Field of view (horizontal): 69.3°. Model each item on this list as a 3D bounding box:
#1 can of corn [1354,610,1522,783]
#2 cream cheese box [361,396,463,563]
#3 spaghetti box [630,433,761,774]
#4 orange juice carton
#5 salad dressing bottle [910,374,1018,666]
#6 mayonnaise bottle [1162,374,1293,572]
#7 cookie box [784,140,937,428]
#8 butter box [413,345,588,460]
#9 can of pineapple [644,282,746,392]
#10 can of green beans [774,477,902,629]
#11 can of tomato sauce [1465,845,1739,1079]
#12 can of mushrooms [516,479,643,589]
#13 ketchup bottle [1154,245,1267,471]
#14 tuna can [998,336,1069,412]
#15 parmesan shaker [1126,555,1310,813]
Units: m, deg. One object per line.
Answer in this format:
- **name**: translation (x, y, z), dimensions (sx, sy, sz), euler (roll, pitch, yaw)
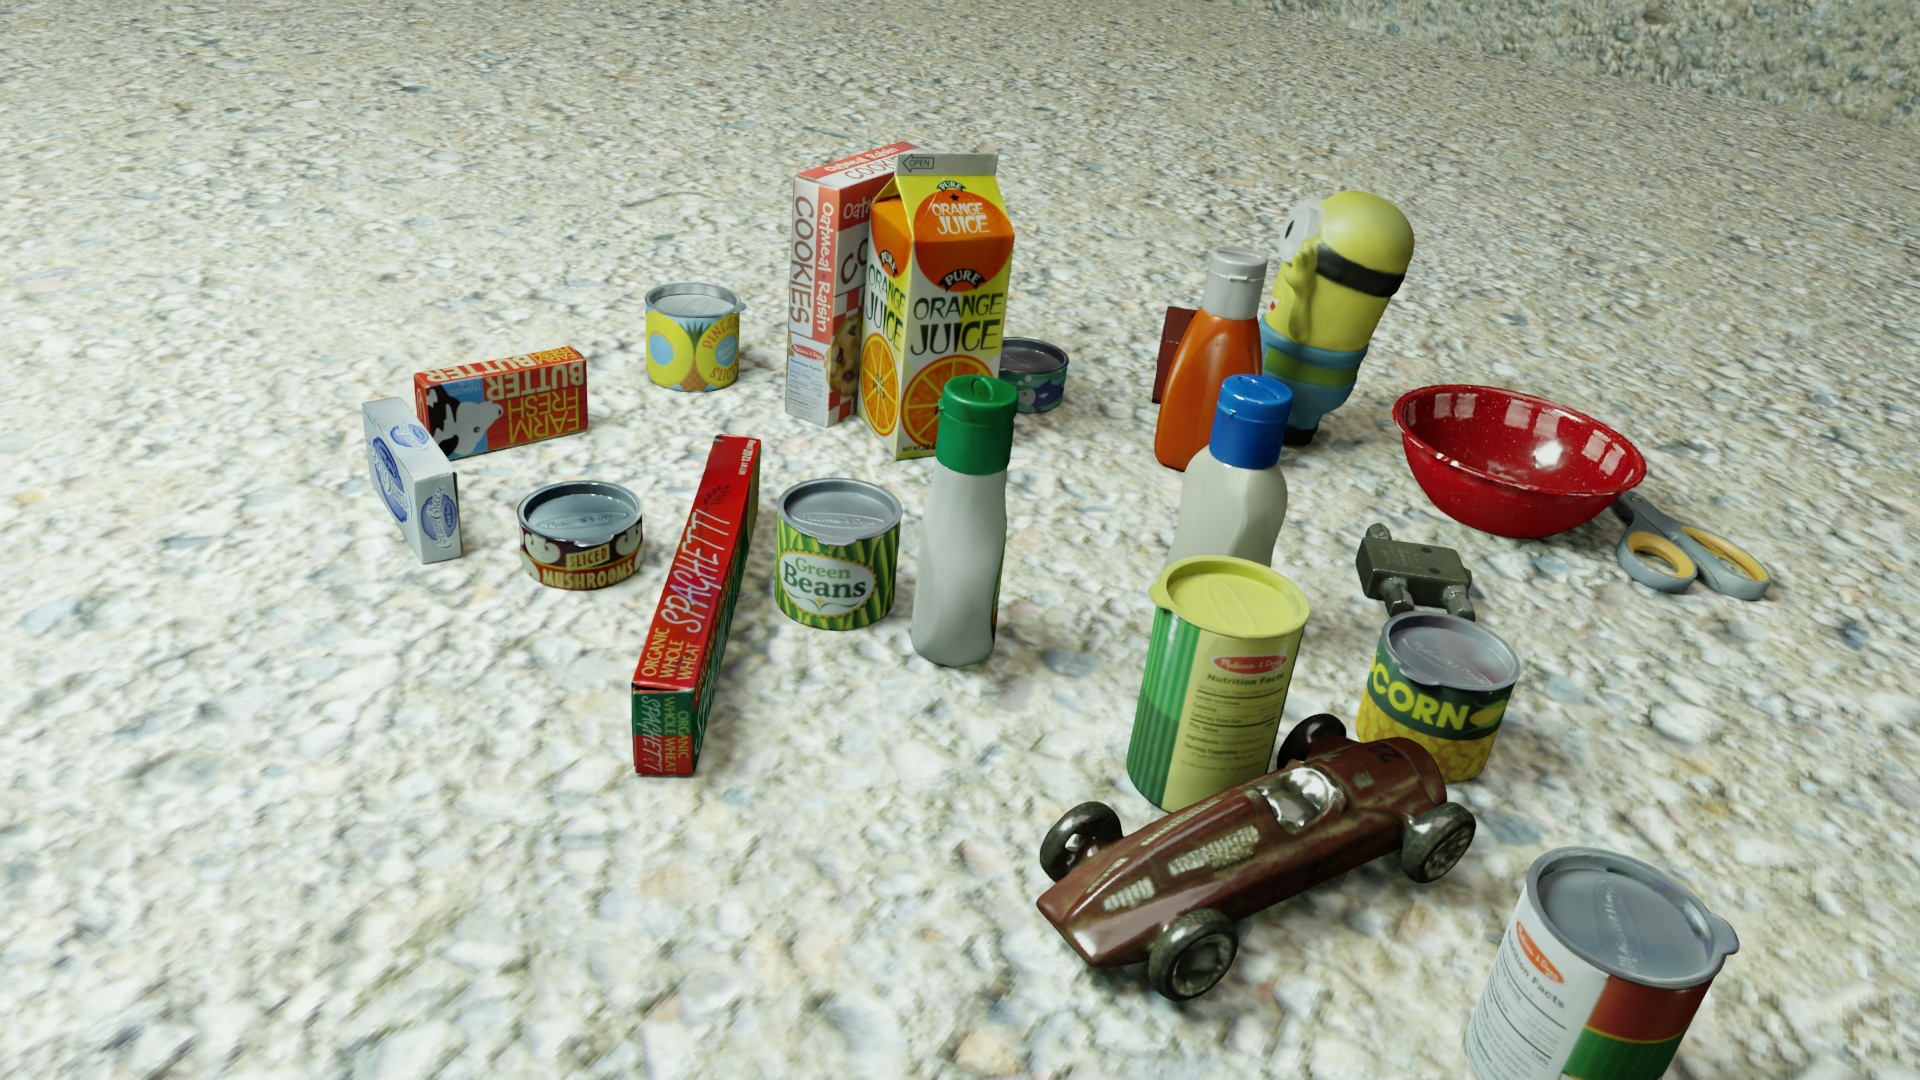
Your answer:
- **can of corn**: translation (0.231, 0.077, 0.681), dimensions (0.071, 0.058, 0.071), euler (5, 30, -3)
- **cream cheese box**: translation (-0.305, -0.035, 0.772), dimensions (0.024, 0.053, 0.104), euler (-15, 36, -32)
- **spaghetti box**: translation (-0.131, 0.022, 0.712), dimensions (0.029, 0.050, 0.251), euler (5, 30, -3)
- **orange juice carton**: translation (-0.016, -0.156, 0.899), dimensions (0.072, 0.191, 0.073), euler (-8, 33, -24)
- **salad dressing bottle**: translation (0.002, -0.009, 0.695), dimensions (0.044, 0.146, 0.064), euler (3, 30, -7)
- **mayonnaise bottle**: translation (0.142, -0.013, 0.729), dimensions (0.041, 0.147, 0.065), euler (-11, 34, -28)
- **cookie box**: translation (-0.067, -0.177, 0.950), dimensions (0.040, 0.166, 0.123), euler (21, 33, 24)
- **butter box**: translation (-0.284, -0.085, 0.864), dimensions (0.104, 0.052, 0.024), euler (-18, 38, -36)
- **can of pineapple**: translation (-0.187, -0.143, 0.977), dimensions (0.071, 0.057, 0.071), euler (5, 30, -3)
- **can of green beans**: translation (-0.066, 0.007, 0.744), dimensions (0.071, 0.057, 0.071), euler (5, 30, -3)
- **can of tomato sauce**: translation (0.230, 0.165, 0.505), dimensions (0.071, 0.082, 0.071), euler (5, 30, -3)
- **can of mushrooms**: translation (-0.206, -0.002, 0.756), dimensions (0.071, 0.033, 0.071), euler (5, 30, -3)
- **ketchup bottle**: translation (0.169, -0.116, 0.912), dimensions (0.065, 0.148, 0.044), euler (8, 30, 3)
- **tuna can**: translation (0.042, -0.120, 1.008), dimensions (0.071, 0.032, 0.071), euler (5, 30, -3)
- **parmesan shaker**: translation (0.112, 0.067, 0.630), dimensions (0.071, 0.102, 0.071), euler (5, 30, -3)
